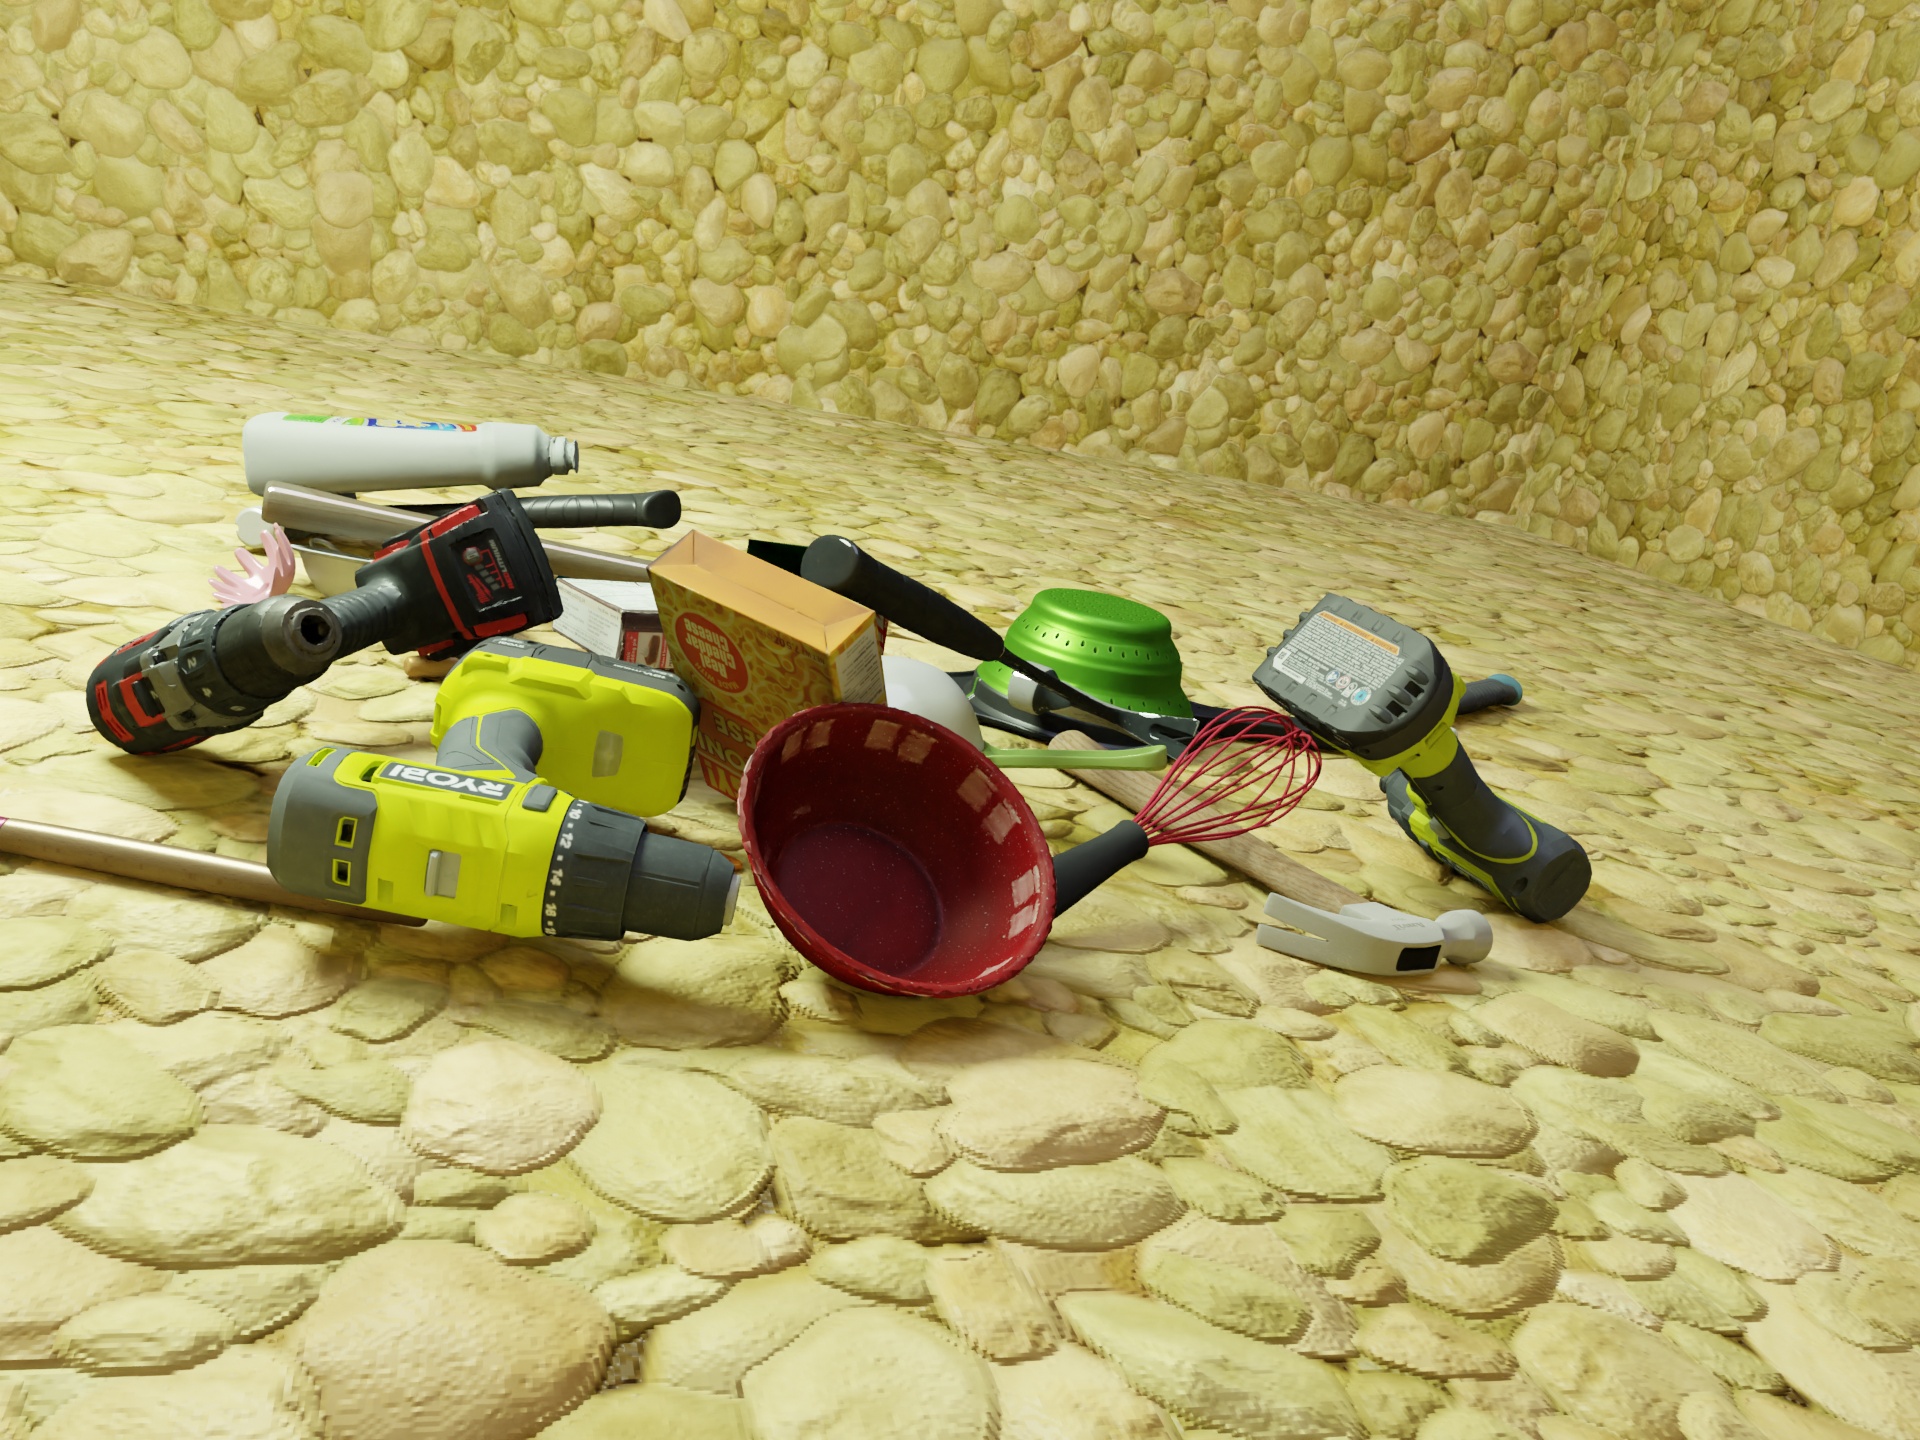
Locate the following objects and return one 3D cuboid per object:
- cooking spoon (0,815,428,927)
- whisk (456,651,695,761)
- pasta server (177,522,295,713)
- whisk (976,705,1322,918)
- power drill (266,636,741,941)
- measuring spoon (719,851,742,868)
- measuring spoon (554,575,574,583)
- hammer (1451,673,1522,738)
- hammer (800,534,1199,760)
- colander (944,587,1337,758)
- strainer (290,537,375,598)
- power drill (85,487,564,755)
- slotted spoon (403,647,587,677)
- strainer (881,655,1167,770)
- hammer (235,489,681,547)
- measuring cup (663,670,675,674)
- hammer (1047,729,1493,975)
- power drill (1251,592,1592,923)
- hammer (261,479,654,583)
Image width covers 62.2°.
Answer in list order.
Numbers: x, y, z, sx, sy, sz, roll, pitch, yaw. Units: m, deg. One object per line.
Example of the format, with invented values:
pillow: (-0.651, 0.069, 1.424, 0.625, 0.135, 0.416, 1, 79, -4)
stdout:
cooking spoon: (-0.391, 0.055, 0.694, 0.319, 0.017, 0.069, 11, 19, -2)
whisk: (-0.264, -0.029, 0.976, 0.285, 0.070, 0.070, 22, 19, 32)
pasta server: (-0.459, -0.058, 0.997, 0.060, 0.040, 0.316, -35, 25, 1)
whisk: (0.108, 0.058, 0.889, 0.073, 0.073, 0.296, 24, 36, 38)
power drill: (-0.191, 0.035, 0.753, 0.190, 0.080, 0.229, 11, 16, -5)
measuring spoon: (-0.172, 0.066, 0.831, 0.117, 0.011, 0.021, 13, 14, -9)
measuring spoon: (-0.282, -0.099, 1.284, 0.129, 0.021, 0.042, 24, 20, 35)
hammer: (0.460, -0.015, 1.505, 0.128, 0.033, 0.331, 24, 20, 33)
hammer: (0.024, -0.040, 0.966, 0.149, 0.036, 0.408, 20, -1, 28)
colander: (0.181, -0.038, 1.273, 0.397, 0.094, 0.205, 7, 17, -16)
strainer: (-0.392, -0.104, 1.107, 0.258, 0.050, 0.086, 5, -2, 43)
power drill: (-0.319, -0.053, 0.837, 0.188, 0.080, 0.227, -13, 13, 39)
slotted spoon: (-0.234, -0.043, 1.122, 0.313, 0.031, 0.070, -4, 40, -37)
strainer: (-0.002, -0.003, 0.976, 0.256, 0.069, 0.151, 1, 10, 15)
hammer: (-0.393, -0.168, 1.289, 0.335, 0.035, 0.146, -1, 13, 5)
measuring cup: (-0.137, -0.011, 1.049, 0.095, 0.052, 0.173, 18, 5, 34)
hammer: (0.161, 0.074, 0.995, 0.130, 0.031, 0.332, 0, 19, -36)
power drill: (0.289, 0.025, 1.017, 0.223, 0.080, 0.171, 44, -1, -33)
hammer: (-0.308, -0.125, 1.205, 0.410, 0.038, 0.146, 10, -1, -19)
